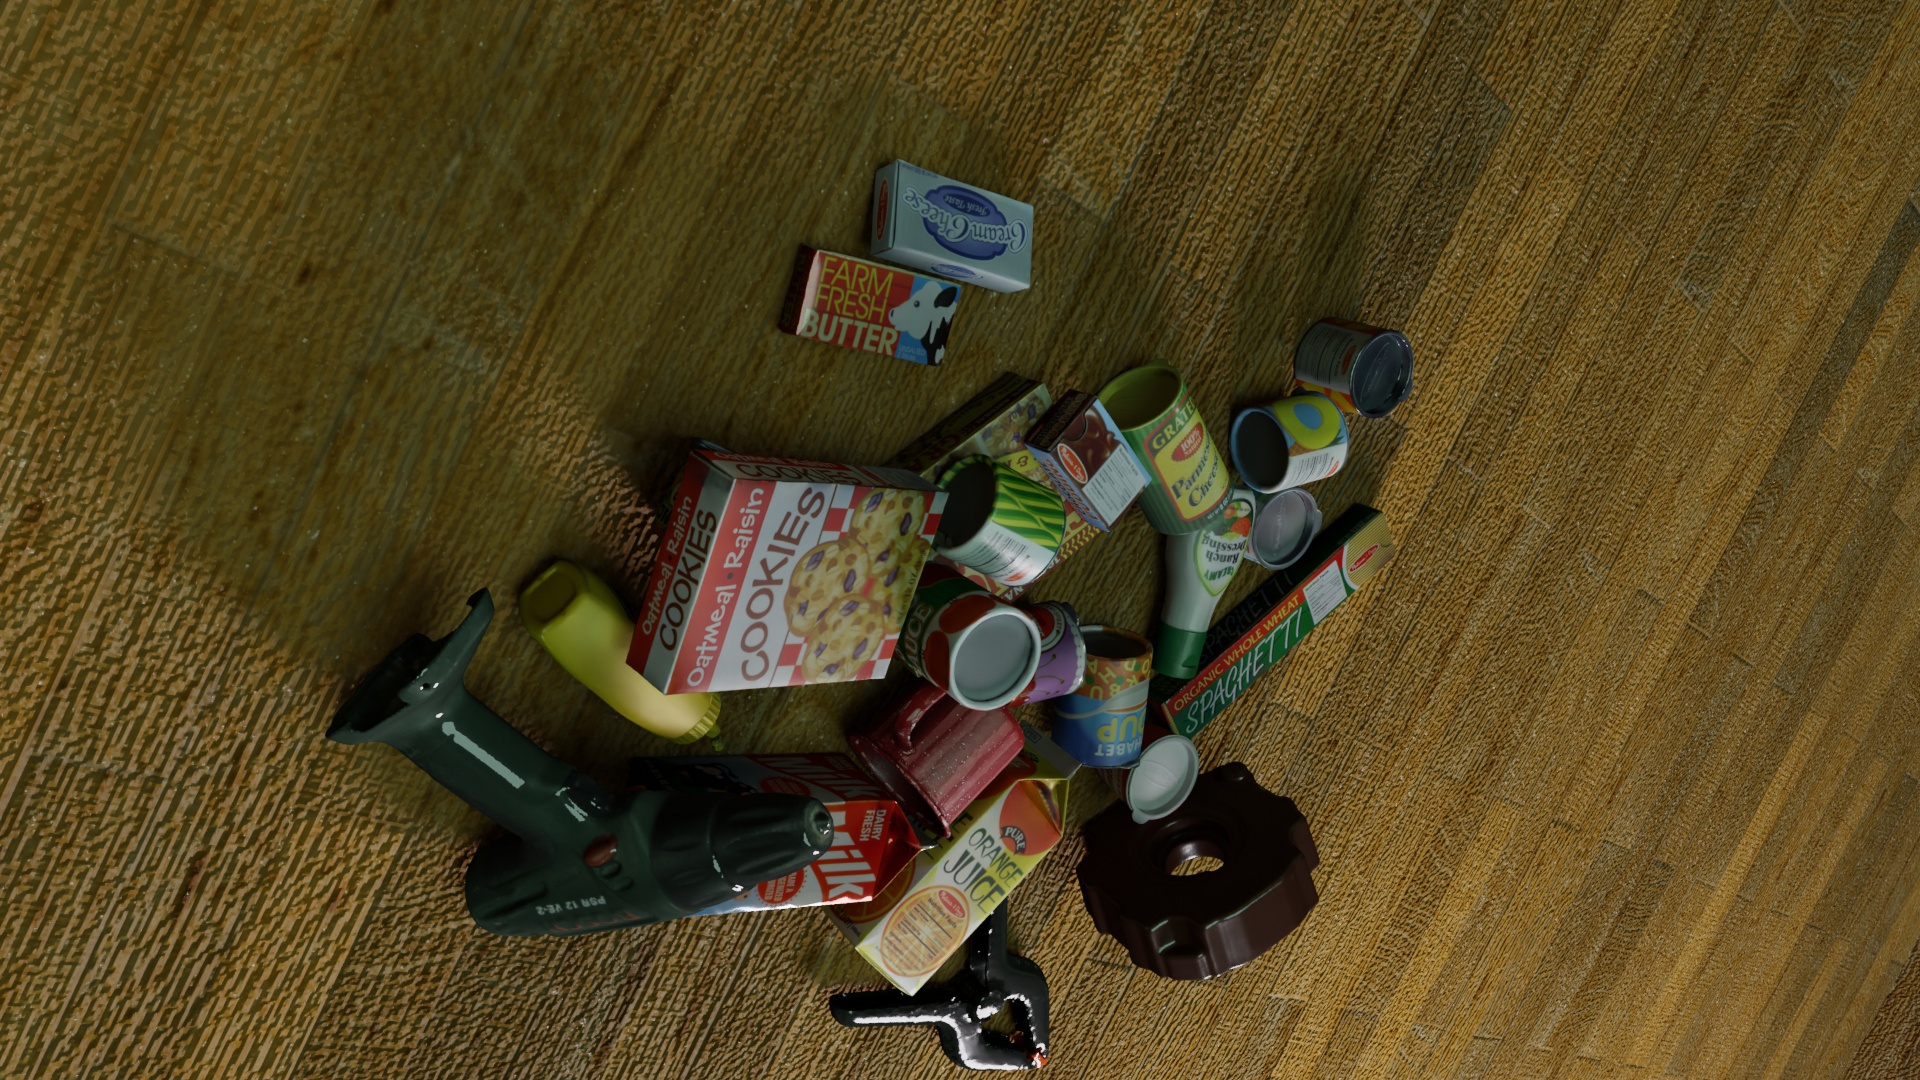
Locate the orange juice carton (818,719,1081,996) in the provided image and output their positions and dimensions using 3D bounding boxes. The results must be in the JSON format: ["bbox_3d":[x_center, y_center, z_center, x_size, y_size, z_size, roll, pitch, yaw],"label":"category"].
[{"bbox_3d":[-0.002,0.206,0.953,0.193,0.072,0.072,-45,127,-12],"label":"orange juice carton"}]

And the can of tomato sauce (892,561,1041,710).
[{"bbox_3d":[-0.003,0.057,0.836,0.071,0.083,0.071,-13,114,-30],"label":"can of tomato sauce"}]

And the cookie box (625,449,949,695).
[{"bbox_3d":[-0.092,0.018,0.764,0.168,0.040,0.122,2,112,-51],"label":"cookie box"}]

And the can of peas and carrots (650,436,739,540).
[{"bbox_3d":[-0.134,-0.018,0.781,0.071,0.071,0.058,26,93,-38],"label":"can of peas and carrots"}]

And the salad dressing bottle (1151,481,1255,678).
[{"bbox_3d":[0.174,0.028,1.021,0.064,0.044,0.147,4,106,-36],"label":"salad dressing bottle"}]

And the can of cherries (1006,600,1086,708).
[{"bbox_3d":[0.043,0.075,0.936,0.058,0.071,0.071,-9,113,-30],"label":"can of cherries"}]

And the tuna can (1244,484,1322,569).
[{"bbox_3d":[0.238,-0.014,1.055,0.071,0.033,0.070,-13,115,-30],"label":"tuna can"}]

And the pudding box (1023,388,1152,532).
[{"bbox_3d":[0.083,-0.051,0.888,0.050,0.030,0.083,-49,127,-12],"label":"pudding box"}]

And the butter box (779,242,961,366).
[{"bbox_3d":[-0.052,-0.137,0.817,0.103,0.024,0.053,7,103,-36],"label":"butter box"}]

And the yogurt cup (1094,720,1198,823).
[{"bbox_3d":[0.137,0.167,1.043,0.072,0.054,0.072,-13,115,-30],"label":"yogurt cup"}]

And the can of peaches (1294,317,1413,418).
[{"bbox_3d":[0.294,-0.128,1.034,0.071,0.058,0.071,-13,114,-30],"label":"can of peaches"}]

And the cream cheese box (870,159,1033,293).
[{"bbox_3d":[-0.003,-0.184,0.822,0.104,0.024,0.053,9,81,-36],"label":"cream cheese box"}]

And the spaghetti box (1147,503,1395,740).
[{"bbox_3d":[0.245,0.063,1.093,0.251,0.029,0.050,-38,125,-17],"label":"spaghetti box"}]

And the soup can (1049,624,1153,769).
[{"bbox_3d":[0.102,0.111,0.987,0.071,0.071,0.083,-7,112,-32],"label":"soup can"}]

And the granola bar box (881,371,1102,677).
[{"bbox_3d":[0.003,-0.011,0.894,0.166,0.039,0.123,-38,124,-17],"label":"granola bar box"}]

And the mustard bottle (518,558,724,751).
[{"bbox_3d":[-0.181,0.075,0.790,0.049,0.065,0.159,-44,132,-6],"label":"mustard bottle"}]

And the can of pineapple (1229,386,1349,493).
[{"bbox_3d":[0.238,-0.073,1.014,0.058,0.071,0.070,-15,116,-29],"label":"can of pineapple"}]

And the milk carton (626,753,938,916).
[{"bbox_3d":[-0.110,0.181,0.870,0.191,0.072,0.073,5,105,-35],"label":"milk carton"}]

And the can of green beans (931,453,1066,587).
[{"bbox_3d":[0.020,-0.012,0.837,0.058,0.071,0.071,26,92,-37],"label":"can of green beans"}]

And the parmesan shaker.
[{"bbox_3d":[0.141,-0.063,0.951,0.071,0.071,0.102,-43,126,-13],"label":"parmesan shaker"}]
